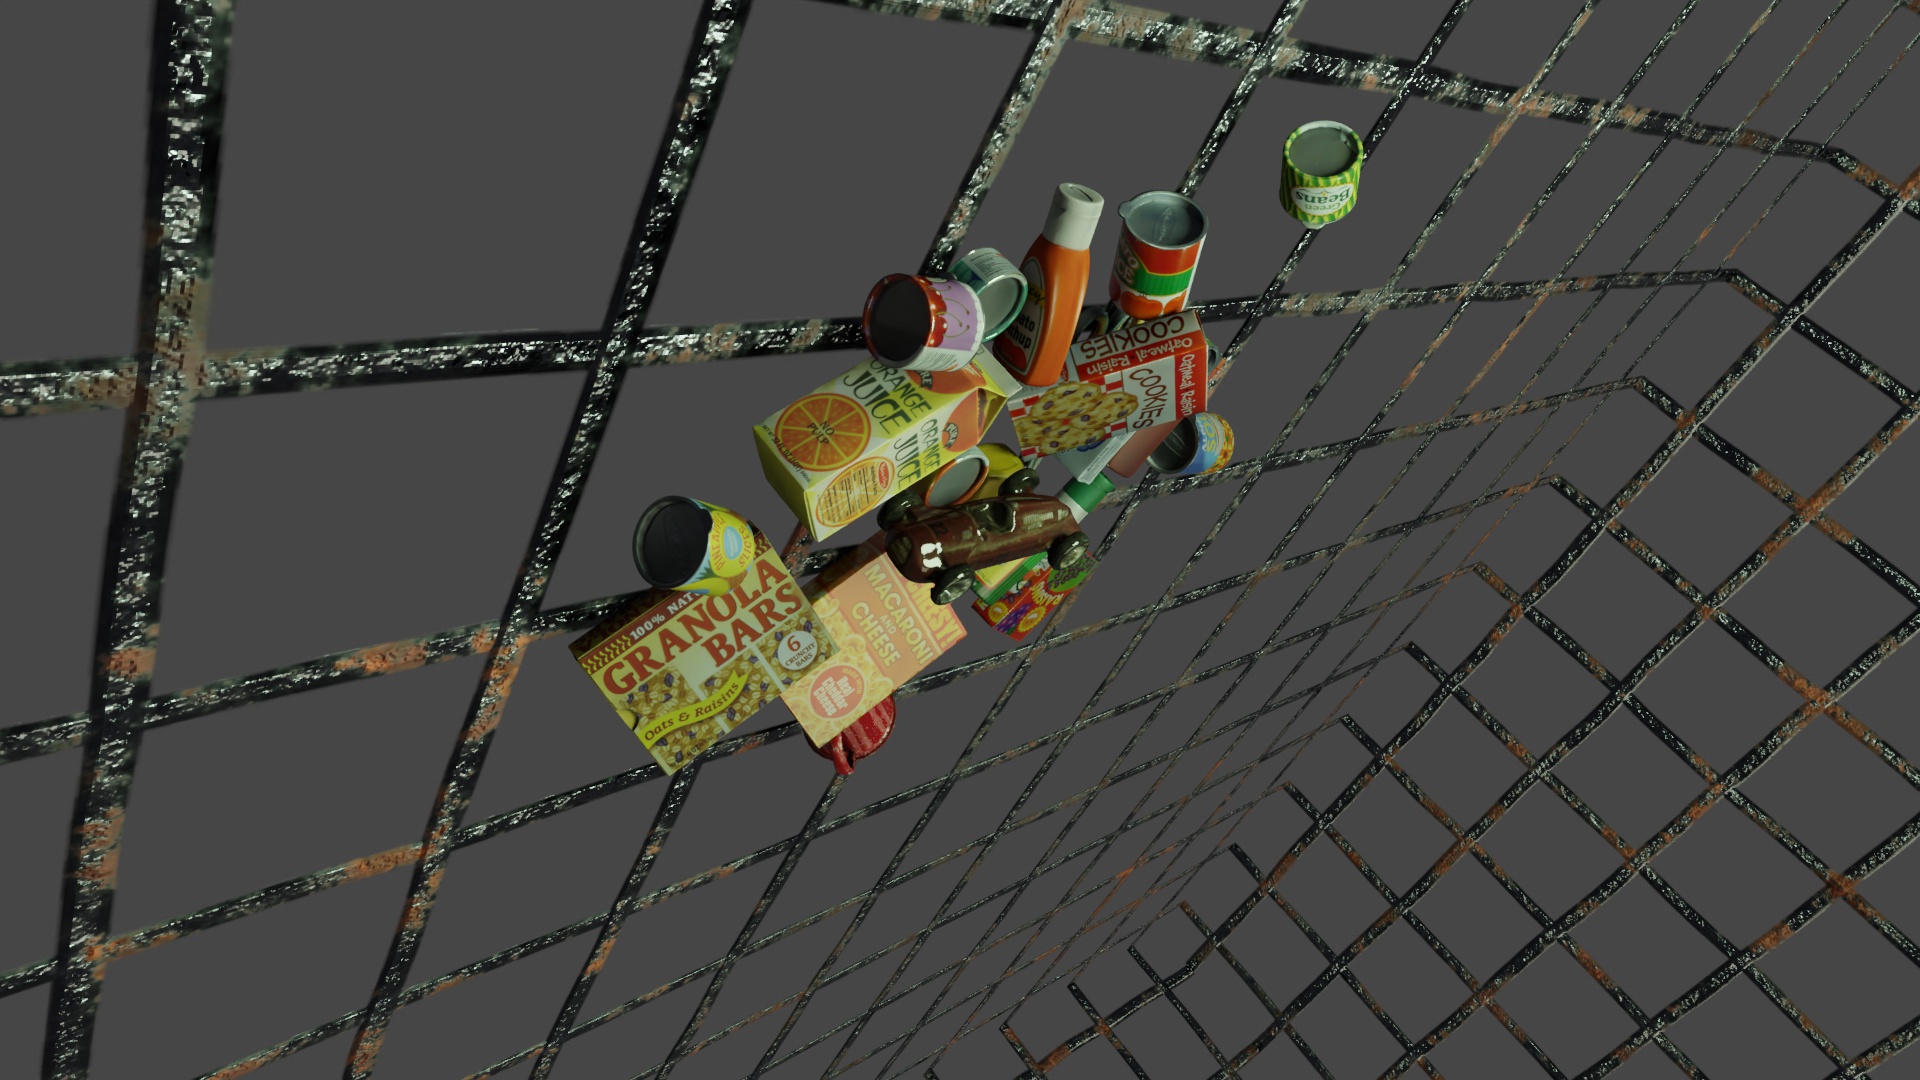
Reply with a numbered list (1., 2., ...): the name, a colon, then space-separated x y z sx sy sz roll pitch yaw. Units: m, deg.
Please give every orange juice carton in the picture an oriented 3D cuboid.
1. orange juice carton: -0.050 -0.089 1.027 0.193 0.072 0.072 -33 153 -17

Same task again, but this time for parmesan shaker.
1. parmesan shaker: 0.046 0.007 1.312 0.103 0.071 0.071 -43 155 3

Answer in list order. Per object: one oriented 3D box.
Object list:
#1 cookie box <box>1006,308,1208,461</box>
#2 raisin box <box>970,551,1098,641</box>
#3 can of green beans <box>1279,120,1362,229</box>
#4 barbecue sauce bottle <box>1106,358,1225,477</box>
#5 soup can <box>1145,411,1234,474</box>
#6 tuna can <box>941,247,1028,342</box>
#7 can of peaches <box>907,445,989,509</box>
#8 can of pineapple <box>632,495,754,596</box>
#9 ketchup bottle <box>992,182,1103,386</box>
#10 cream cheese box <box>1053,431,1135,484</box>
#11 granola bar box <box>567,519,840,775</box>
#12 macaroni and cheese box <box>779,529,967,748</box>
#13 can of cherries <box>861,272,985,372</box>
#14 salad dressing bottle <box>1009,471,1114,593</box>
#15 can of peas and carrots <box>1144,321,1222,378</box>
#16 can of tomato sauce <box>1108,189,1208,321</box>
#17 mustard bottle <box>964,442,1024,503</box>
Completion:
1. cookie box: 0.122 -0.128 1.162 0.167 0.040 0.122 -16 158 3
2. raisin box: 0.079 0.045 1.457 0.123 0.040 0.086 -46 155 6
3. can of green beans: 0.306 -0.313 1.181 0.071 0.071 0.057 -37 154 -9
4. barbecue sauce bottle: 0.193 -0.128 1.340 0.148 0.044 0.065 -49 154 13
5. soup can: 0.233 -0.102 1.410 0.084 0.071 0.071 -3 135 -54
6. tuna can: 0.014 -0.177 1.023 0.071 0.033 0.070 -32 153 -19
7. can of peaches: -0.020 -0.062 1.127 0.071 0.058 0.071 -33 153 -19
8. can of pineapple: -0.187 0.005 0.985 0.071 0.071 0.058 -48 155 12
9. ketchup bottle: 0.068 -0.193 1.046 0.044 0.065 0.148 -6 130 -33
10. cream cheese box: 0.130 -0.107 1.273 0.103 0.053 0.024 -49 152 14
11. granola bar box: -0.192 0.082 1.061 0.166 0.039 0.123 -36 118 -12
12. macaroni and cheese box: -0.093 0.082 1.209 0.167 0.040 0.123 -37 121 -12
13. can of cherries: -0.027 -0.154 0.969 0.058 0.071 0.071 -5 136 -50
14. salad dressing bottle: 0.089 -0.014 1.372 0.147 0.044 0.064 -46 164 9
15. can of peas and carrots: 0.192 -0.169 1.257 0.071 0.059 0.070 -33 154 -19
16. can of tomato sauce: 0.154 -0.226 1.108 0.071 0.071 0.082 -30 153 -23
17. mustard bottle: 0.004 -0.016 1.245 0.065 0.049 0.159 -16 144 -39
